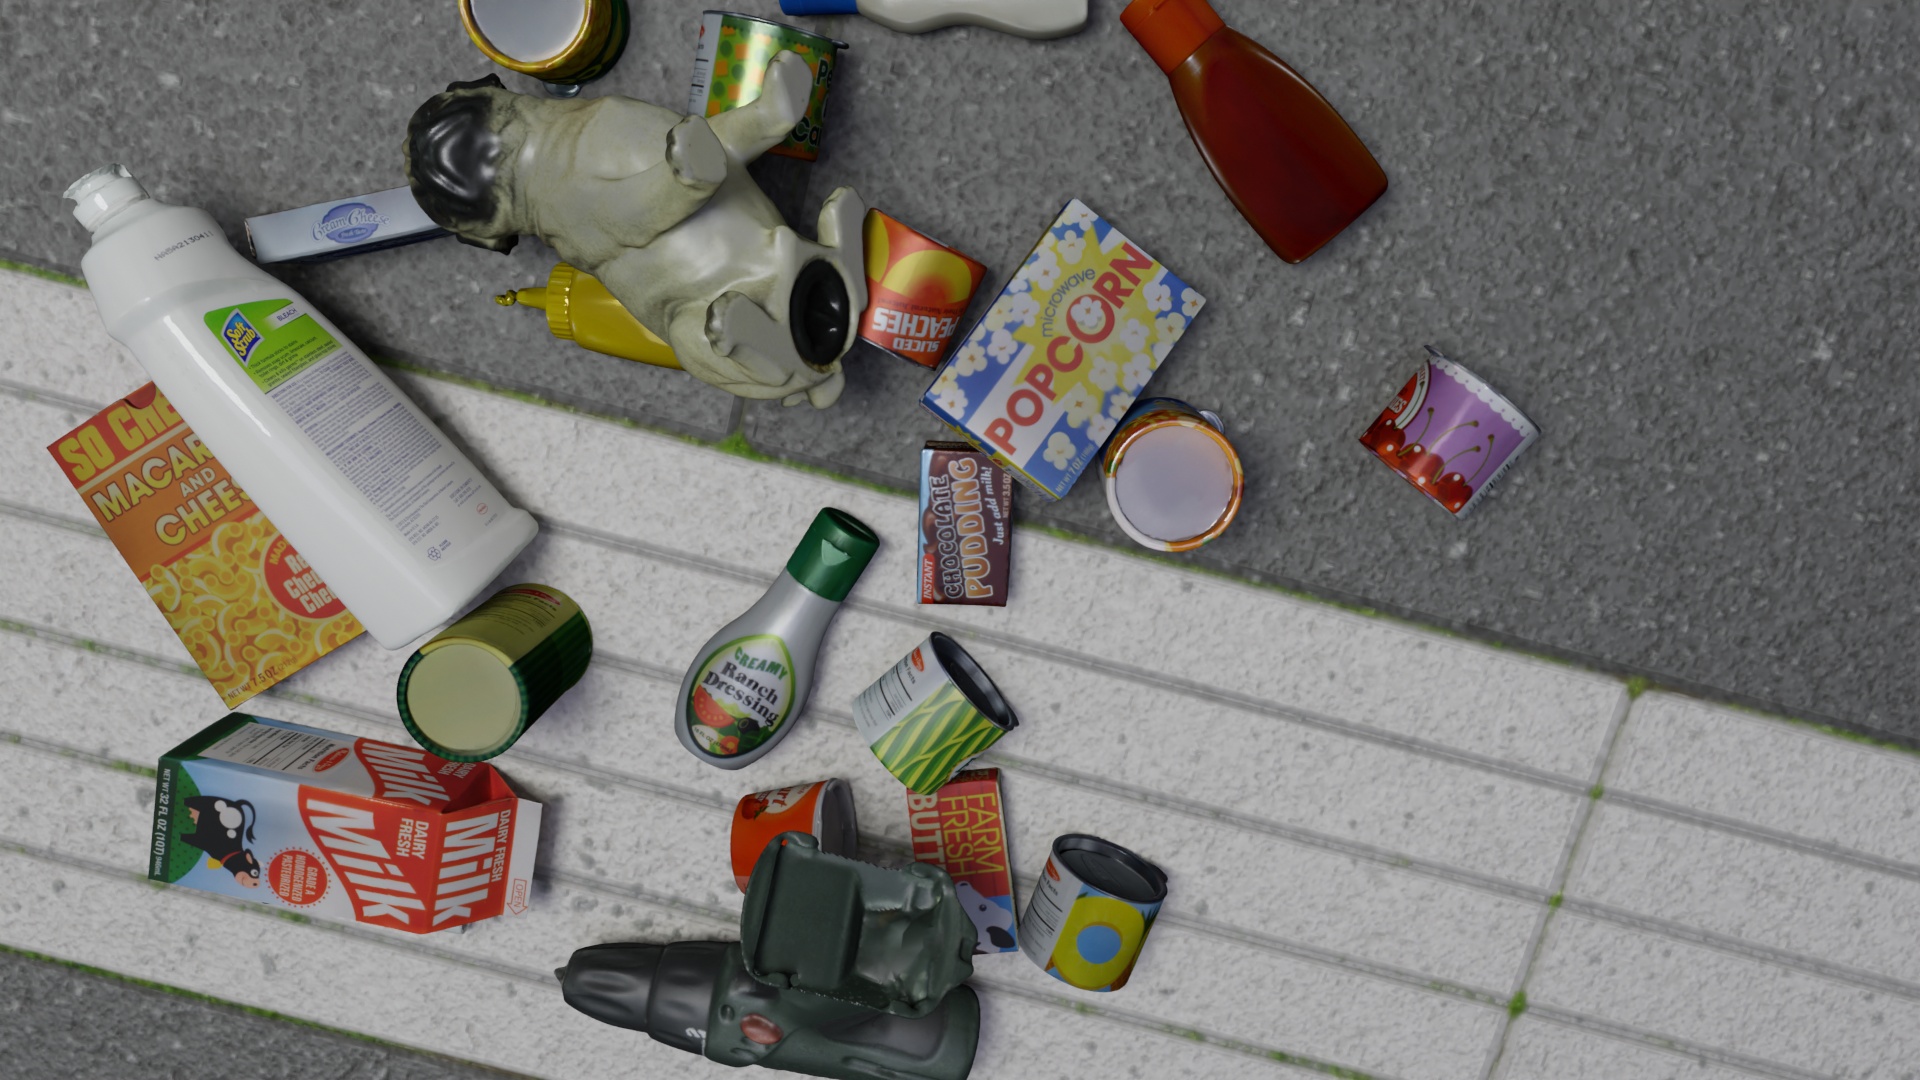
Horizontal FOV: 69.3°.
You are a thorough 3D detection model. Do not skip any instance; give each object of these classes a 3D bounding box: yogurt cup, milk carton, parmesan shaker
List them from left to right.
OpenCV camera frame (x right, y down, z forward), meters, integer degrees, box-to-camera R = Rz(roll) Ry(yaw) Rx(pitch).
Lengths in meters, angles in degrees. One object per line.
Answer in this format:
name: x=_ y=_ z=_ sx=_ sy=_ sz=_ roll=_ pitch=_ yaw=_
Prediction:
milk carton: x=-0.324 y=0.155 z=0.753 sx=0.191 sy=0.073 sz=0.072 roll=11 pitch=102 yaw=0
parmesan shaker: x=-0.240 y=0.066 z=0.716 sx=0.071 sy=0.103 sz=0.071 roll=1 pitch=102 yaw=2
yogurt cup: x=-0.090 y=0.164 z=0.751 sx=0.054 sy=0.072 sz=0.072 roll=-4 pitch=102 yaw=11

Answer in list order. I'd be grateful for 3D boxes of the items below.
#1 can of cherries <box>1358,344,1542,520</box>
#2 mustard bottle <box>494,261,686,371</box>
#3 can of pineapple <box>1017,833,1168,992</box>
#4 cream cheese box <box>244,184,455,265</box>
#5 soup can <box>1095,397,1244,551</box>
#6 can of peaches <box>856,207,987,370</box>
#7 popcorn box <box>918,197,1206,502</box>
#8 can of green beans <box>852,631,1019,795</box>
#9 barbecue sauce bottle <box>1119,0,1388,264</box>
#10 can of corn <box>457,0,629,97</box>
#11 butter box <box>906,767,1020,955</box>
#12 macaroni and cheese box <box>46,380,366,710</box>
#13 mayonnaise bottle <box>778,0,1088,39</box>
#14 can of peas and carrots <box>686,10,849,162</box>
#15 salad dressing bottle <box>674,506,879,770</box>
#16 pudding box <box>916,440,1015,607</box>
can of cherries: x=0.241 y=-0.053 z=0.692 sx=0.071 sy=0.071 sz=0.058 roll=37 pitch=102 yaw=-5
mustard bottle: x=-0.154 y=-0.119 z=0.702 sx=0.160 sy=0.049 sz=0.065 roll=6 pitch=96 yaw=2
can of pineapple: x=0.072 y=0.201 z=0.750 sx=0.071 sy=0.071 sz=0.057 roll=20 pitch=102 yaw=-2
cream cheese box: x=-0.295 y=-0.159 z=0.697 sx=0.104 sy=0.053 sz=0.024 roll=-10 pitch=99 yaw=4
soup can: x=0.104 y=-0.036 z=0.691 sx=0.071 sy=0.084 sz=0.071 roll=0 pitch=102 yaw=2
can of peaches: x=-0.027 y=-0.124 z=0.685 sx=0.071 sy=0.071 sz=0.058 roll=28 pitch=101 yaw=-4
popcorn box: x=0.050 y=-0.093 z=0.689 sx=0.085 sy=0.038 sz=0.127 roll=37 pitch=84 yaw=-5
can of green beans: x=-0.015 y=0.091 z=0.731 sx=0.057 sy=0.071 sz=0.071 roll=-41 pitch=97 yaw=10
barbecue sauce bottle: x=0.138 y=-0.209 z=0.675 sx=0.065 sy=0.044 sz=0.148 roll=-41 pitch=97 yaw=9
can of corn: x=-0.200 y=-0.254 z=0.671 sx=0.071 sy=0.058 sz=0.071 roll=0 pitch=102 yaw=2
butter box: x=0.002 y=0.178 z=0.770 sx=0.053 sy=0.024 sz=0.103 roll=-7 pitch=102 yaw=3
macaroni and cheese box: x=-0.378 y=-0.012 z=0.737 sx=0.123 sy=0.040 sz=0.166 roll=-30 pitch=99 yaw=7
mayonnaise bottle: x=-0.013 y=-0.274 z=0.670 sx=0.148 sy=0.041 sz=0.064 roll=0 pitch=100 yaw=3
can of peas and carrots: x=-0.094 y=-0.218 z=0.671 sx=0.071 sy=0.071 sz=0.058 roll=13 pitch=103 yaw=0
salad dressing bottle: x=-0.096 y=0.052 z=0.737 sx=0.064 sy=0.044 sz=0.147 roll=33 pitch=101 yaw=-3
pudding box: x=0.003 y=-0.009 z=0.728 sx=0.050 sy=0.030 sz=0.083 roll=3 pitch=102 yaw=2
